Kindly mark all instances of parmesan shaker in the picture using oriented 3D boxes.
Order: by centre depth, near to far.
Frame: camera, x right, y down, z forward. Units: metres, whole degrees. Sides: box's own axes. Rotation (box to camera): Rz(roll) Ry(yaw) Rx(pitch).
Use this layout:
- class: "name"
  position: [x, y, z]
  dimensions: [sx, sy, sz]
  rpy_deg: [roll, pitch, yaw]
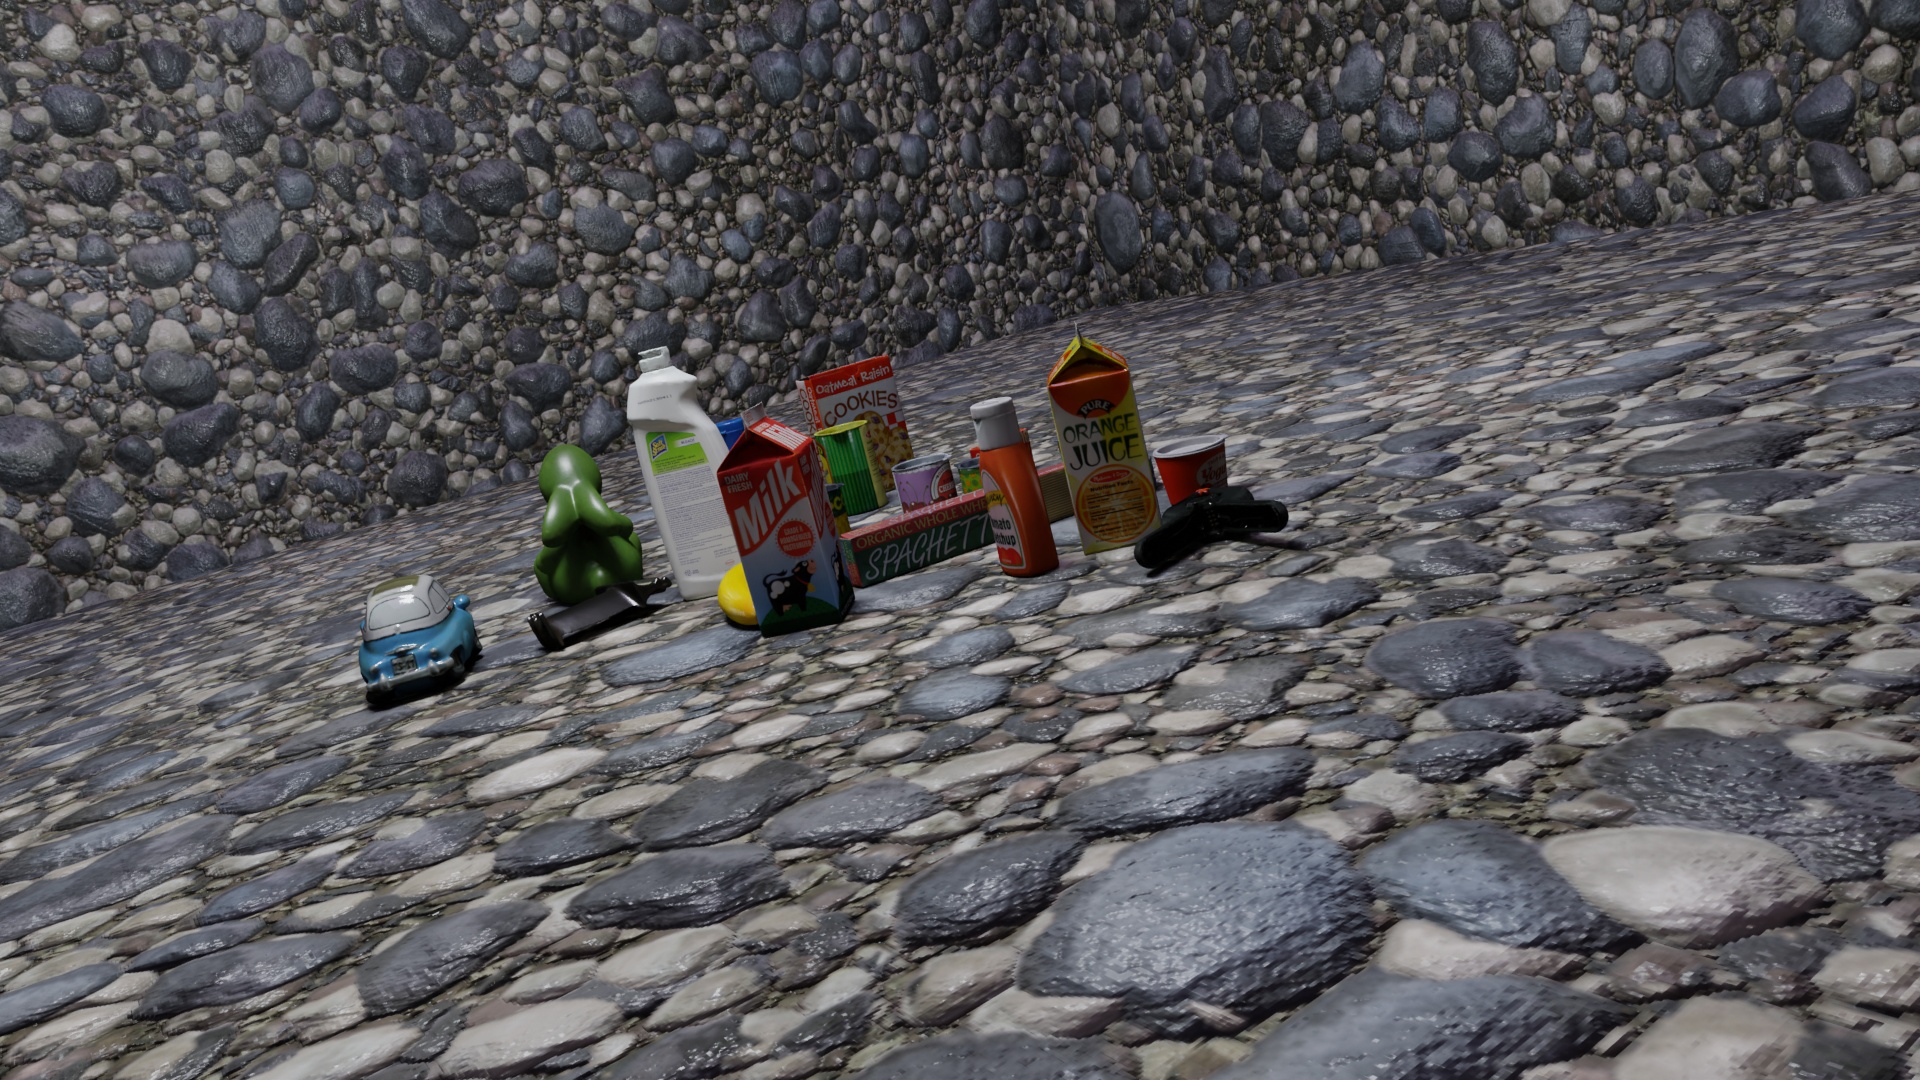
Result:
- class: "parmesan shaker"
  position: [-0.131, -0.085, 1.664]
  dimensions: [0.071, 0.103, 0.071]
  rpy_deg: [-13, 12, 3]

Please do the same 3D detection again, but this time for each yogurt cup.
- class: "yogurt cup"
  position: [0.217, -0.064, 1.294]
  dimensions: [0.072, 0.054, 0.072]
  rpy_deg: [-13, 12, 3]

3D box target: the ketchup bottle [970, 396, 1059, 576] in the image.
- class: "ketchup bottle"
  position: [0.043, -0.046, 1.175]
  dimensions: [0.044, 0.148, 0.065]
  rpy_deg: [-19, 12, -23]

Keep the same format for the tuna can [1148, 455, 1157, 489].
- class: "tuna can"
  position: [0.162, -0.062, 1.397]
  dimensions: [0.071, 0.032, 0.071]
  rpy_deg: [-13, 12, 3]

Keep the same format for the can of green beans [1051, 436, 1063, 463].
- class: "can of green beans"
  position: [0.140, -0.089, 1.486]
  dimensions: [0.071, 0.057, 0.071]
  rpy_deg: [-13, 12, 3]

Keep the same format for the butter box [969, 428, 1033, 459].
- class: "butter box"
  position: [0.050, -0.095, 1.624]
  dimensions: [0.024, 0.053, 0.104]
  rpy_deg: [-6, 14, 34]

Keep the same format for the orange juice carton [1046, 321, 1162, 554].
- class: "orange juice carton"
  position: [0.121, -0.093, 1.200]
  dimensions: [0.073, 0.192, 0.072]
  rpy_deg: [-12, 12, 7]

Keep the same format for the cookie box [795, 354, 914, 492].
- class: "cookie box"
  position: [-0.127, -0.138, 1.747]
  dimensions: [0.123, 0.167, 0.040]
  rpy_deg: [-22, 14, -35]

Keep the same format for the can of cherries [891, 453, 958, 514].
- class: "can of cherries"
  position: [-0.037, -0.061, 1.553]
  dimensions: [0.071, 0.058, 0.071]
  rpy_deg: [-13, 12, 3]

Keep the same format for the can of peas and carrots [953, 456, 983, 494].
- class: "can of peas and carrots"
  position: [0.032, -0.057, 1.459]
  dimensions: [0.071, 0.058, 0.071]
  rpy_deg: [-13, 12, 3]

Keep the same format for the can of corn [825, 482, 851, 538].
- class: "can of corn"
  position: [-0.155, -0.027, 1.529]
  dimensions: [0.071, 0.058, 0.071]
  rpy_deg: [-13, 12, 3]

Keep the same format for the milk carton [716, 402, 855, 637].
- class: "milk carton"
  position: [-0.152, -0.022, 1.183]
  dimensions: [0.073, 0.190, 0.072]
  rpy_deg: [-12, 12, 8]

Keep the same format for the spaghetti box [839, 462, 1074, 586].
- class: "spaghetti box"
  position: [0.005, -0.017, 1.322]
  dimensions: [0.251, 0.050, 0.028]
  rpy_deg: [-19, 13, -23]

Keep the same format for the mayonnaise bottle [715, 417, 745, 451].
- class: "mayonnaise bottle"
  position: [-0.246, -0.065, 1.591]
  dimensions: [0.064, 0.147, 0.041]
  rpy_deg: [-8, 13, 28]
